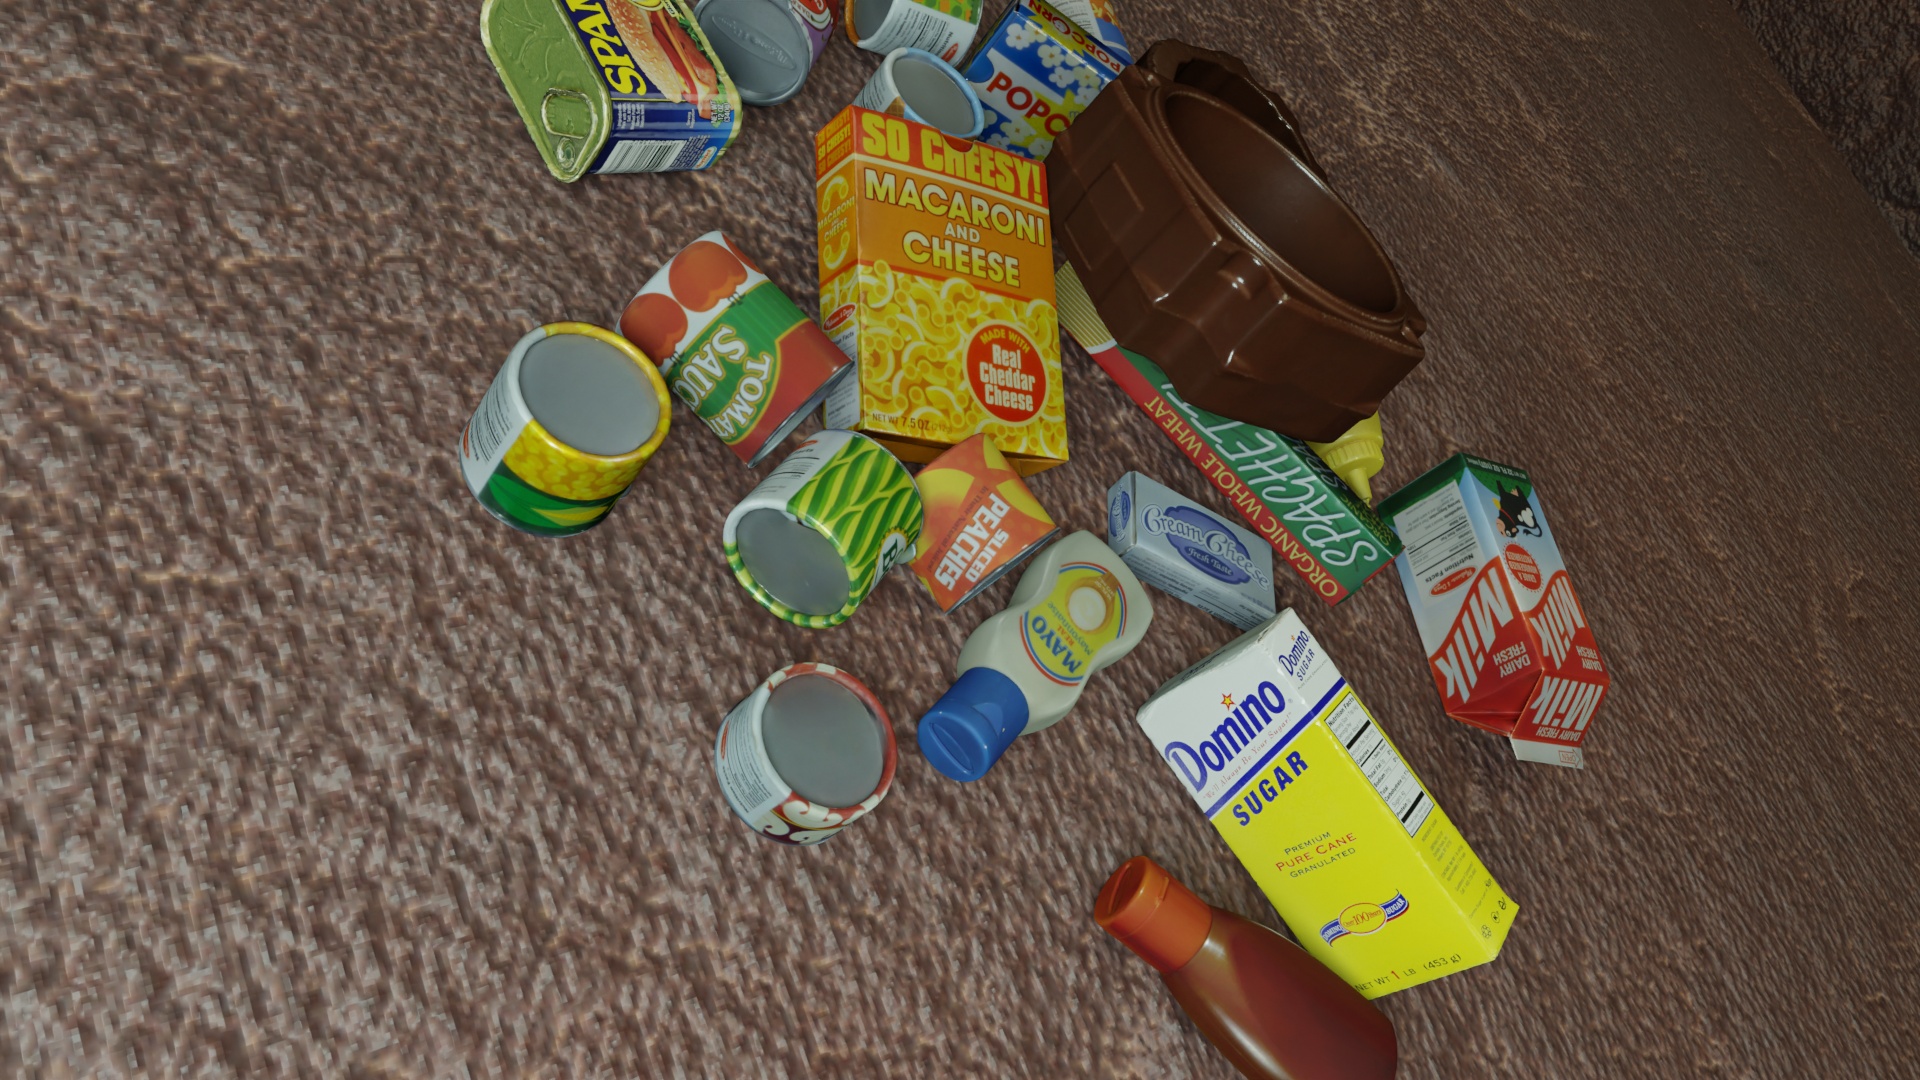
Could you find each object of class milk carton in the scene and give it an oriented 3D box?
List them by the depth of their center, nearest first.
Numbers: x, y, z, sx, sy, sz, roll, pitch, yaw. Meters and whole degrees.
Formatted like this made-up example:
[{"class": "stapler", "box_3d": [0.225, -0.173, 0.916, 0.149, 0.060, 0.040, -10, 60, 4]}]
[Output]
[{"class": "milk carton", "box_3d": [0.333, 0.048, 0.860, 0.072, 0.073, 0.191, 12, 55, -33]}]

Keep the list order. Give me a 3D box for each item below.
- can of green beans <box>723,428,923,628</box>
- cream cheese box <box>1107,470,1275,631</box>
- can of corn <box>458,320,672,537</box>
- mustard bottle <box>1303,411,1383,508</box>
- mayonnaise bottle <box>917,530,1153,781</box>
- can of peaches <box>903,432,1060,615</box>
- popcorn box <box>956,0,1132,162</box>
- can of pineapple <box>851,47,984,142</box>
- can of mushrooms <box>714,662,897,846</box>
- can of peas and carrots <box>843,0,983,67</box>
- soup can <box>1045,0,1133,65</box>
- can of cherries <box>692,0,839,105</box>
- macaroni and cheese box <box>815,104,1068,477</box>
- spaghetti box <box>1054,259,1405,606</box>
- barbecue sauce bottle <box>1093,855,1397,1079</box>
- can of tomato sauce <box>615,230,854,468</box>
[{"class": "can of green beans", "box_3d": [-0.058, -0.005, 0.589, 0.071, 0.071, 0.058, 44, 44, -6]}, {"class": "cream cheese box", "box_3d": [0.127, 0.007, 0.758, 0.104, 0.024, 0.054, 26, 46, -23]}, {"class": "can of corn", "box_3d": [-0.152, -0.043, 0.545, 0.071, 0.058, 0.071, 20, 51, -27]}, {"class": "mustard bottle", "box_3d": [0.238, -0.086, 0.893, 0.065, 0.048, 0.161, 5, 59, -35]}, {"class": "mayonnaise bottle", "box_3d": [0.034, 0.054, 0.639, 0.065, 0.041, 0.149, 50, 43, -2]}, {"class": "can of peaches", "box_3d": [0.002, -0.008, 0.637, 0.058, 0.071, 0.071, 53, 44, 5]}, {"class": "popcorn box", "box_3d": [0.062, -0.264, 0.848, 0.126, 0.085, 0.038, 30, 46, -19]}, {"class": "can of pineapple", "box_3d": [-0.027, -0.229, 0.773, 0.071, 0.057, 0.071, 21, 50, -27]}, {"class": "can of mushrooms", "box_3d": [-0.059, 0.084, 0.551, 0.071, 0.033, 0.071, 20, 50, -26]}, {"class": "can of peas and carrots", "box_3d": [-0.029, -0.321, 0.829, 0.059, 0.070, 0.071, 6, 58, -36]}, {"class": "soup can", "box_3d": [0.080, -0.306, 0.908, 0.071, 0.071, 0.084, 6, 58, -36]}, {"class": "can of cherries", "box_3d": [-0.101, -0.276, 0.736, 0.071, 0.071, 0.059, 33, 46, -16]}, {"class": "macaroni and cheese box", "box_3d": [-0.009, -0.122, 0.696, 0.124, 0.040, 0.166, 6, 74, -35]}, {"class": "spaghetti box", "box_3d": [0.145, -0.069, 0.786, 0.250, 0.050, 0.029, 48, 32, 7]}, {"class": "barbecue sauce bottle", "box_3d": [0.126, 0.197, 0.614, 0.148, 0.043, 0.065, 40, 44, -9]}, {"class": "can of tomato sauce", "box_3d": [-0.100, -0.083, 0.609, 0.083, 0.071, 0.071, 45, 44, -4]}]
